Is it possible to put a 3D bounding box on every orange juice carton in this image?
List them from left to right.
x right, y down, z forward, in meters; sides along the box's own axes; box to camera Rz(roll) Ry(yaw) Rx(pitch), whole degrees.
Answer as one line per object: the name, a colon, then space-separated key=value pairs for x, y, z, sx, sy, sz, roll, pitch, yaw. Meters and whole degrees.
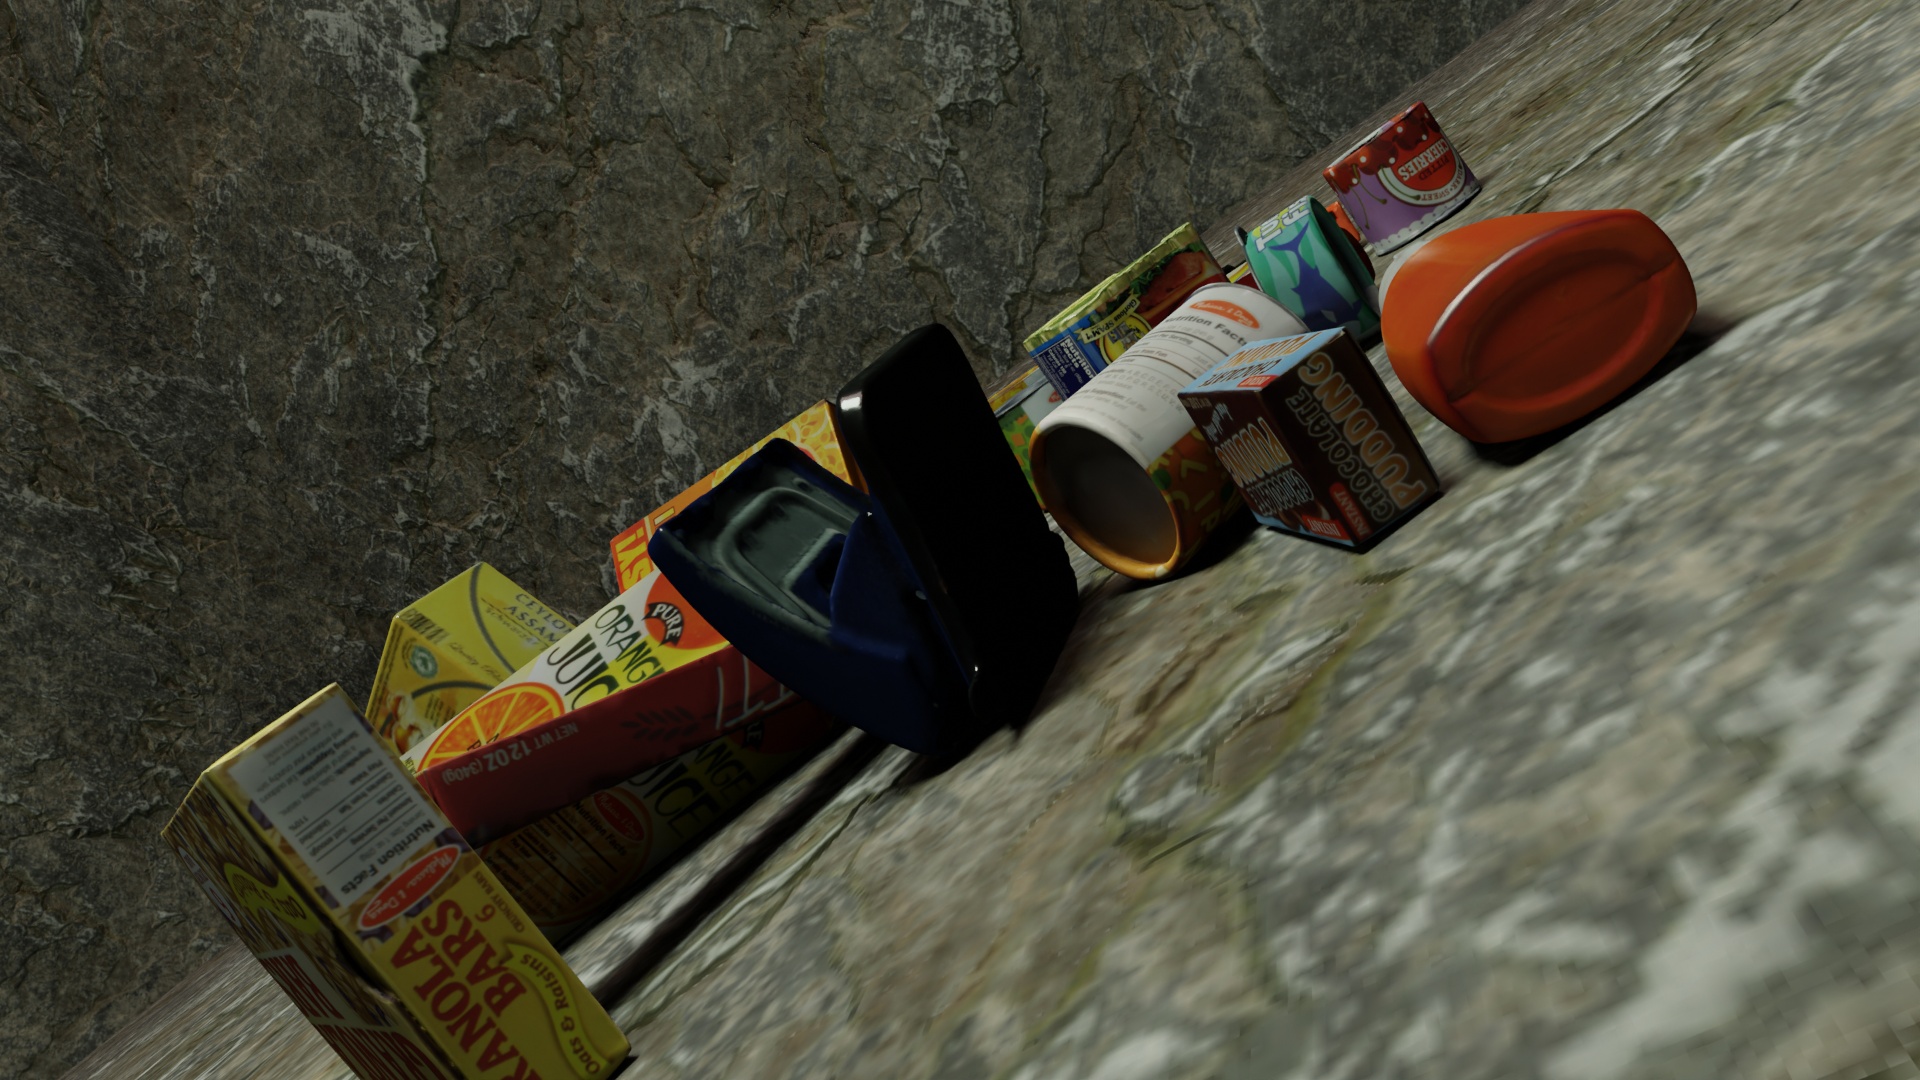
orange juice carton: x=-0.126 y=0.072 z=0.575 sx=0.193 sy=0.072 sz=0.072 roll=-37 pitch=41 yaw=-10

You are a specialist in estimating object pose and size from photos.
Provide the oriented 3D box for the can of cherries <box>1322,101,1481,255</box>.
can of cherries: x=0.247 y=-0.203 z=0.776 sx=0.071 sy=0.058 sz=0.071 roll=-36 pitch=6 yaw=4

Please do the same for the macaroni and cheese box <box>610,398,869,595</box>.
macaroni and cheese box: x=-0.113 y=0.017 z=0.778 sx=0.166 sy=0.124 sz=0.040 roll=-30 pitch=-29 yaw=21

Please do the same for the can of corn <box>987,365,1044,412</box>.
can of corn: x=0.045 y=-0.073 z=0.891 sx=0.071 sy=0.058 sz=0.071 roll=-35 pitch=6 yaw=5

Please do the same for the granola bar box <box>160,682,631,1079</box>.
granola bar box: x=-0.175 y=0.115 z=0.409 sx=0.039 sy=0.124 sz=0.165 roll=-41 pitch=8 yaw=-35

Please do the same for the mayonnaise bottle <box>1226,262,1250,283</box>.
mayonnaise bottle: x=0.147 y=-0.127 z=0.823 sx=0.147 sy=0.041 sz=0.065 roll=-31 pitch=10 yaw=33

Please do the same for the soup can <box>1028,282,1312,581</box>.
soup can: x=0.074 y=-0.034 z=0.462 sx=0.084 sy=0.071 sz=0.071 roll=-40 pitch=8 yaw=-27

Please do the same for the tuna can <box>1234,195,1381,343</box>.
tuna can: x=0.149 y=-0.112 z=0.586 sx=0.032 sy=0.071 sz=0.071 roll=-32 pitch=8 yaw=27

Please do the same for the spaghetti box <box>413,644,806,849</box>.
spaghetti box: x=-0.073 y=0.050 z=0.492 sx=0.251 sy=0.028 sz=0.050 roll=-21 pitch=-4 yaw=-40

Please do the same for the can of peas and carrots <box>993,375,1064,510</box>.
can of peas and carrots: x=0.052 y=-0.057 z=0.744 sx=0.071 sy=0.058 sz=0.071 roll=-36 pitch=6 yaw=4

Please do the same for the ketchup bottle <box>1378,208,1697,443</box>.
ketchup bottle: x=0.147 y=-0.065 z=0.390 sx=0.064 sy=0.043 sz=0.149 roll=-34 pitch=7 yaw=14

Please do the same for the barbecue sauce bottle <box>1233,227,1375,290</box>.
barbecue sauce bottle: x=0.142 y=-0.109 z=0.721 sx=0.065 sy=0.043 sz=0.148 roll=-40 pitch=7 yaw=-32

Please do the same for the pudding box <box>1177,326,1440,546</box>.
pudding box: x=0.093 y=-0.029 z=0.382 sx=0.030 sy=0.049 sz=0.084 roll=-34 pitch=7 yaw=-1
